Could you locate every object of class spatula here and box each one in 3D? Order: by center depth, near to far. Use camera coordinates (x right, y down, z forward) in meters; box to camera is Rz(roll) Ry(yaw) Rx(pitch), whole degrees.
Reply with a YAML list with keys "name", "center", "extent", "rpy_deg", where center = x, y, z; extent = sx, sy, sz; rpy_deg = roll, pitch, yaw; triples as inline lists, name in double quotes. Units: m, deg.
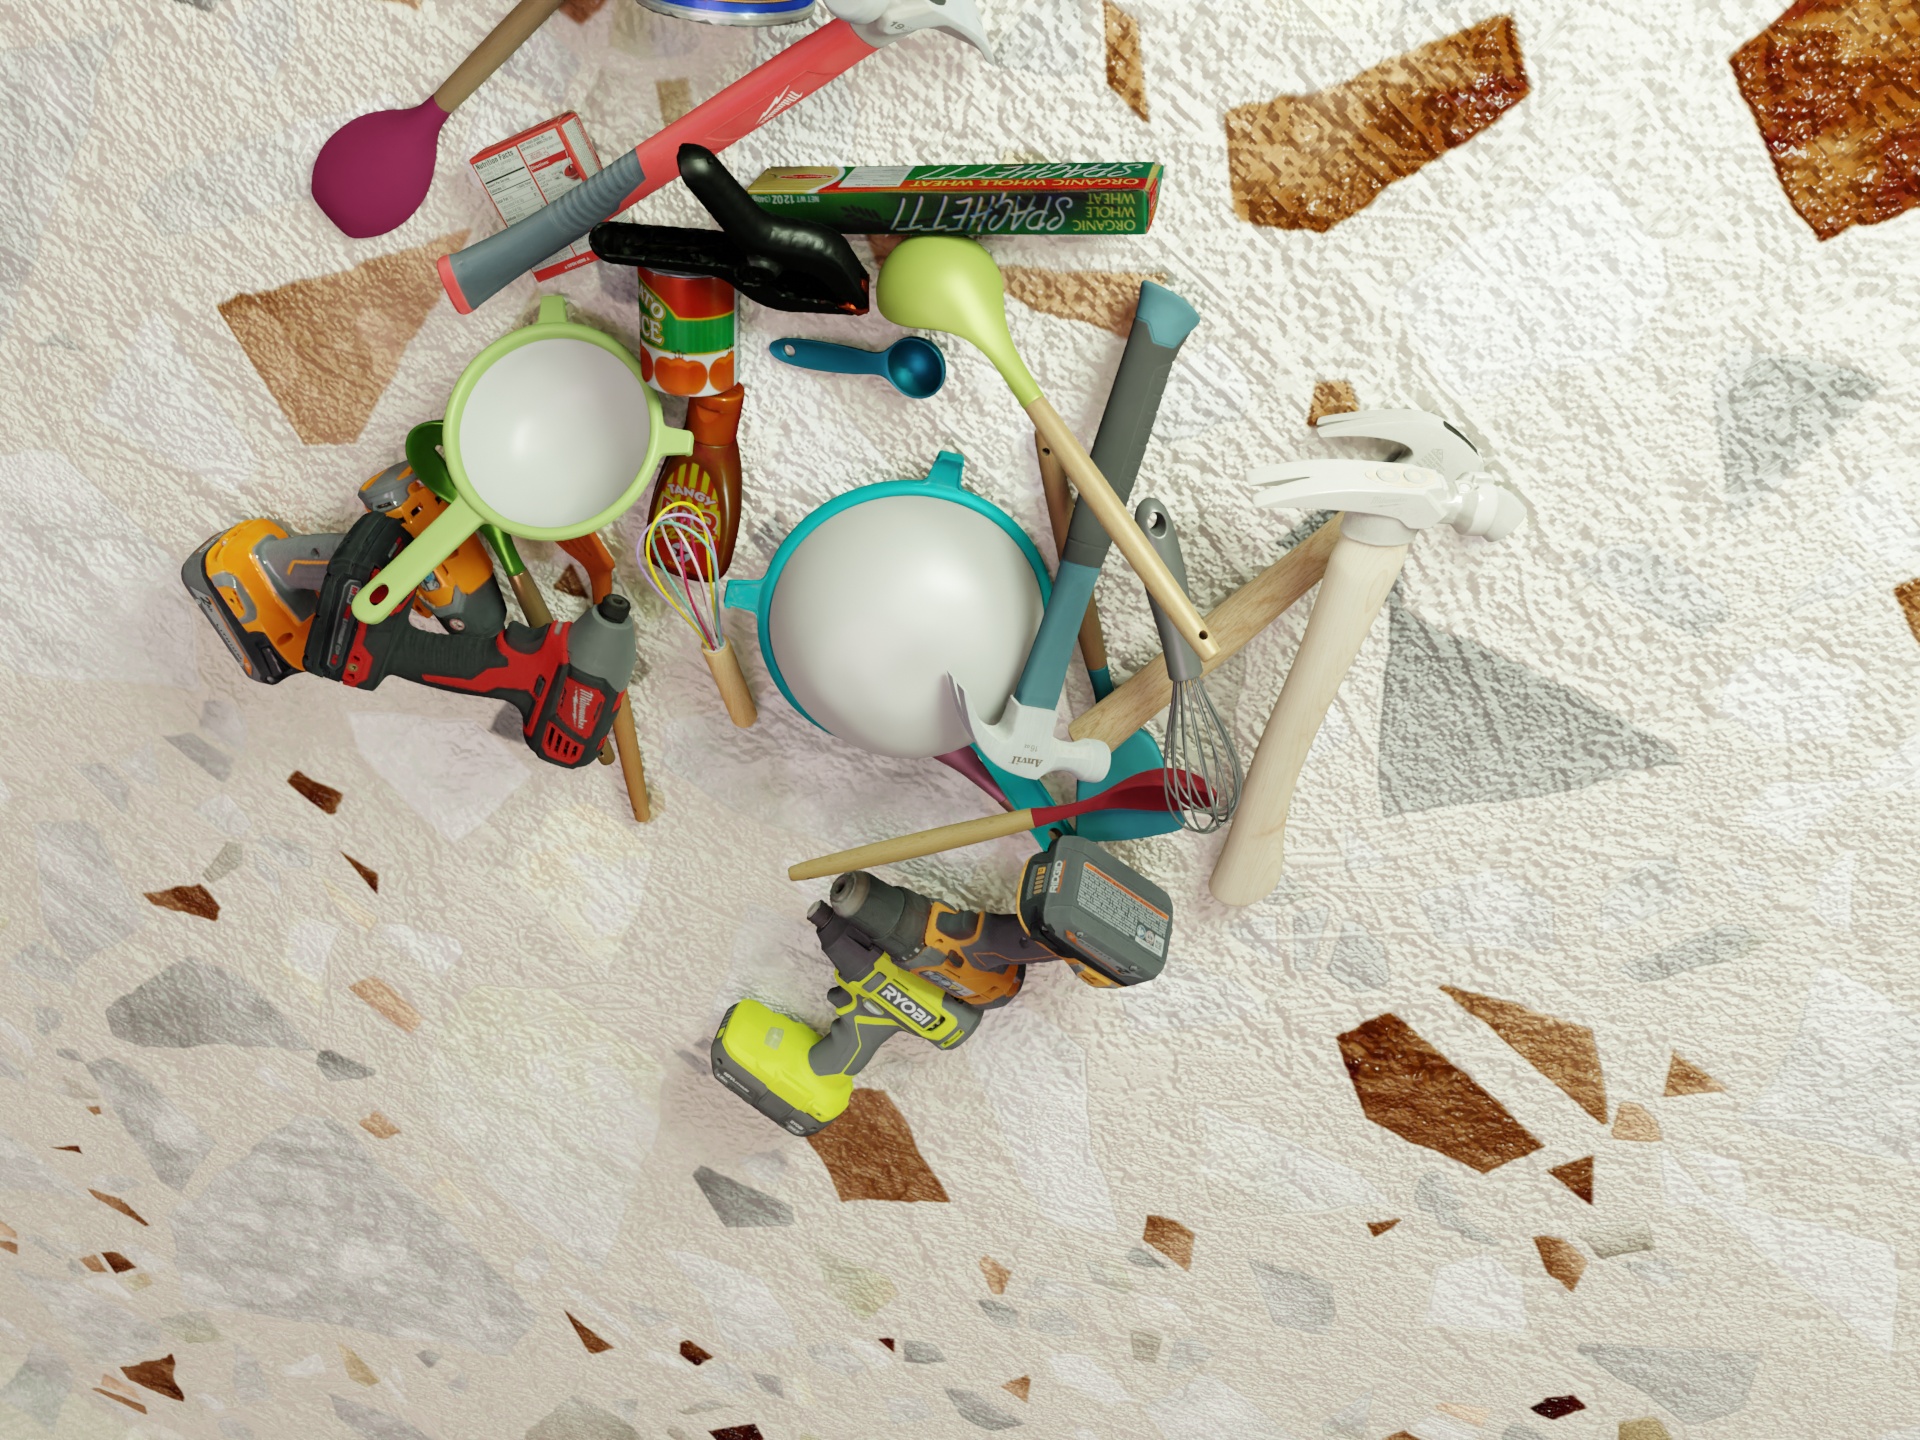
- name: "spatula"
  center: [0.092, -0.056, 1.119]
  extent: [0.082, 0.044, 0.317]
  rpy_deg: [-8, 121, 15]
- name: "spatula"
  center: [-0.280, -0.042, 1.239]
  extent: [0.081, 0.041, 0.322]
  rpy_deg: [23, 134, 30]

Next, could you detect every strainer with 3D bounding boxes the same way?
- name: "strainer"
  center: [-0.310, -0.155, 1.094]
  extent: [0.256, 0.069, 0.151]
  rpy_deg: [-44, 83, -1]
- name: "strainer"
  center: [-0.002, -0.004, 1.117]
  extent: [0.211, 0.095, 0.340]
  rpy_deg: [-30, 116, 11]

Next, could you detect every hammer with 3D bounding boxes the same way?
- name: "hammer"
  center: [-0.164, -0.335, 0.950]
  extent: [0.386, 0.143, 0.038]
  rpy_deg: [-19, 88, 31]
- name: "hammer"
  center: [0.083, -0.115, 1.024]
  extent: [0.128, 0.033, 0.331]
  rpy_deg: [8, 111, -25]
- name: "hammer"
  center: [0.197, -0.080, 1.055]
  extent: [0.130, 0.031, 0.331]
  rpy_deg: [44, 117, -12]
- name: "hammer"
  center: [0.219, -0.006, 1.070]
  extent: [0.146, 0.038, 0.410]
  rpy_deg: [2, 138, -7]

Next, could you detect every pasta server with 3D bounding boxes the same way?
- name: "pasta server"
  center: [0.055, 0.069, 1.232]
  extent: [0.316, 0.040, 0.060]
  rpy_deg: [41, 125, -18]

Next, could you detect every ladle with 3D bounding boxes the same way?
- name: "ladle"
  center: [0.056, -0.166, 0.965]
  extent: [0.320, 0.078, 0.062]
  rpy_deg: [56, 161, 5]
- name: "ladle"
  center: [0.027, 0.077, 1.142]
  extent: [0.315, 0.031, 0.069]
  rpy_deg: [-13, 158, 7]

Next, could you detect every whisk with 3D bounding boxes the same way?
- name: "whisk"
  center: [0.143, -0.031, 1.038]
  extent: [0.055, 0.055, 0.238]
  rpy_deg: [-7, 112, 20]
- name: "whisk"
  center: [-0.179, -0.071, 1.152]
  extent: [0.051, 0.047, 0.244]
  rpy_deg: [4, 147, 11]

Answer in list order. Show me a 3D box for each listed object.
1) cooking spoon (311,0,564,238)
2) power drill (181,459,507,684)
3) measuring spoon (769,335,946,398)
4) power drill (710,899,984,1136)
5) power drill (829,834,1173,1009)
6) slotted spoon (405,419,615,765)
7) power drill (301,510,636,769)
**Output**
- name: "cooking spoon"
  center: [-0.312, -0.406, 1.005]
  extent: [0.319, 0.017, 0.068]
  rpy_deg: [-28, 114, 31]
- name: "power drill"
  center: [-0.464, -0.100, 1.230]
  extent: [0.226, 0.084, 0.164]
  rpy_deg: [-13, 121, 19]
- name: "measuring spoon"
  center: [-0.066, -0.242, 1.054]
  extent: [0.129, 0.021, 0.042]
  rpy_deg: [12, 128, 19]
- name: "power drill"
  center: [-0.111, 0.255, 1.382]
  extent: [0.171, 0.080, 0.223]
  rpy_deg: [39, 122, -13]
- name: "power drill"
  center: [0.025, 0.152, 1.221]
  extent: [0.185, 0.084, 0.226]
  rpy_deg: [35, 144, -30]
- name: "slotted spoon"
  center: [-0.326, -0.091, 1.199]
  extent: [0.070, 0.031, 0.313]
  rpy_deg: [-8, 125, 16]
- name: "power drill"
  center: [-0.347, -0.060, 1.156]
  extent: [0.219, 0.079, 0.143]
  rpy_deg: [21, 121, -13]
